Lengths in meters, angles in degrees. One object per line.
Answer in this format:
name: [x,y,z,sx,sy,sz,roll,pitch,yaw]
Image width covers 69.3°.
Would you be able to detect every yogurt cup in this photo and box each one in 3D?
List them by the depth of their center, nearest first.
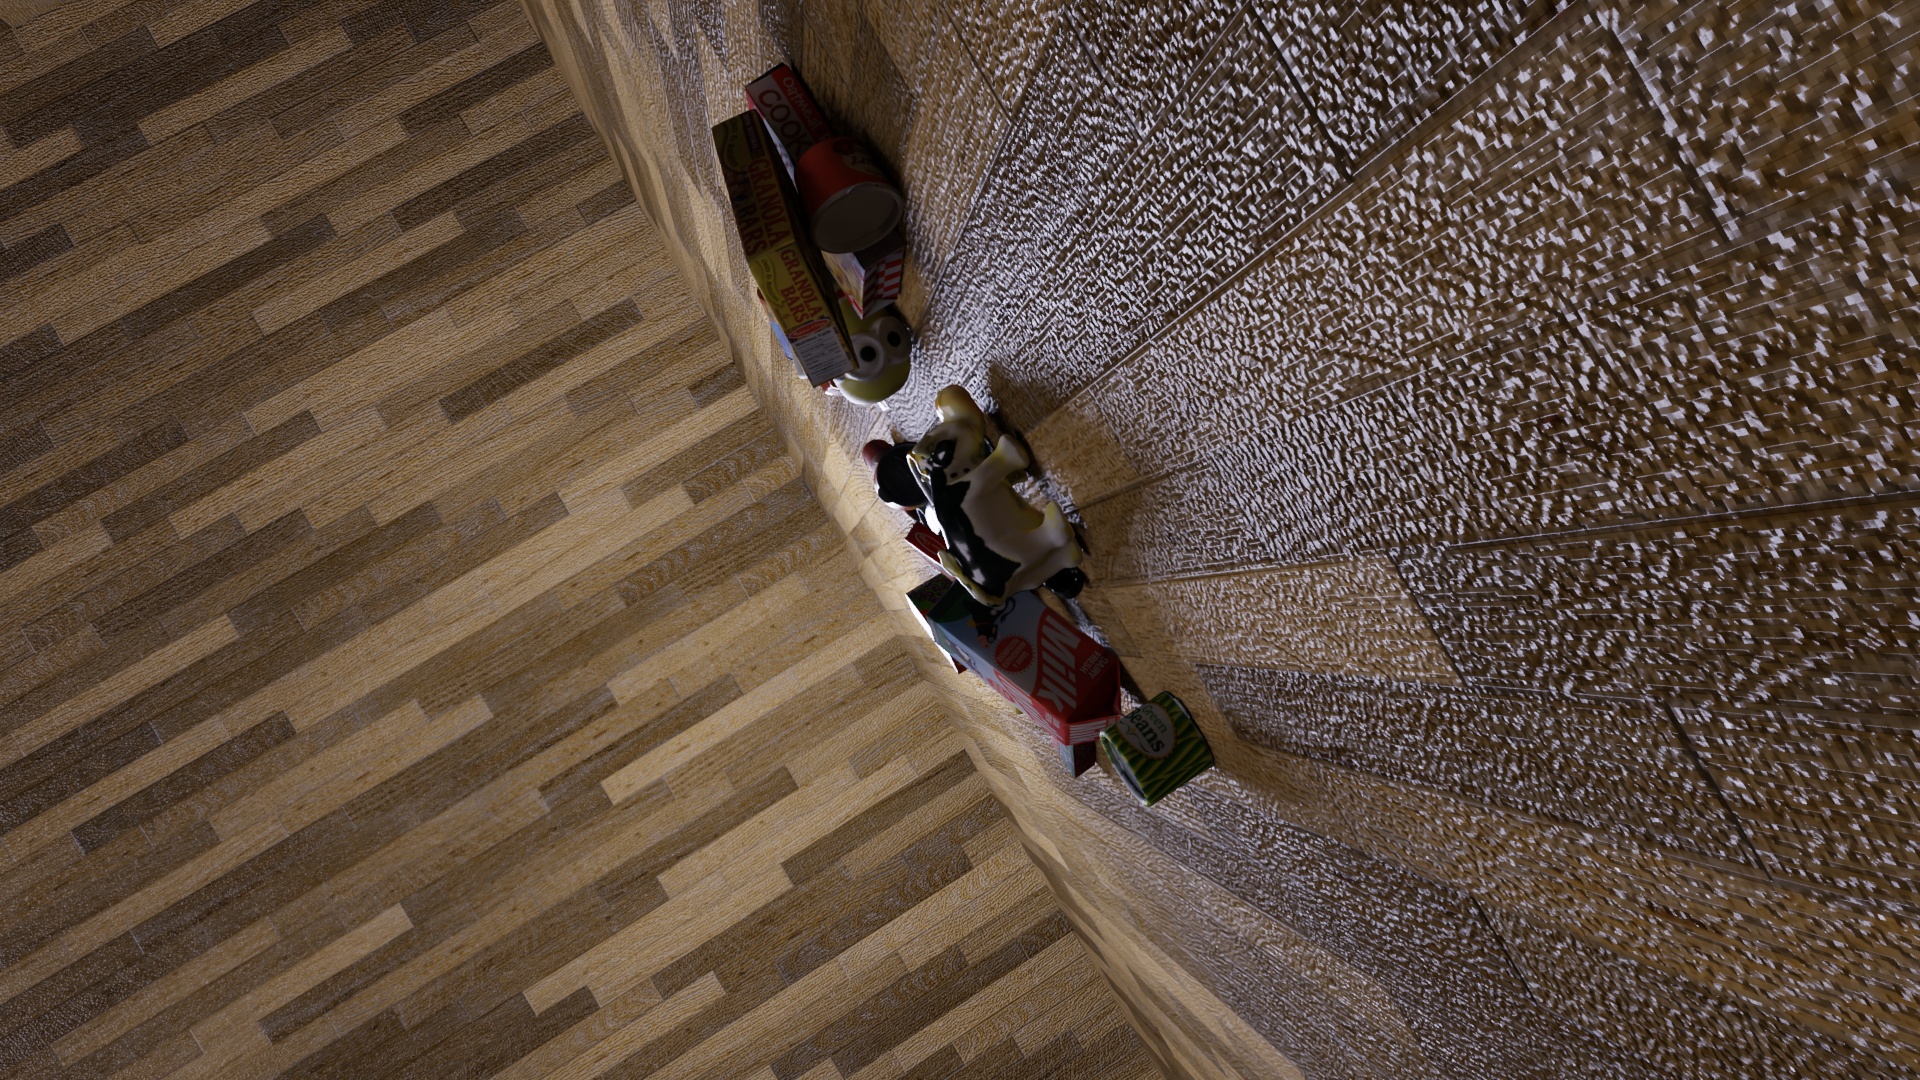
yogurt cup: [-0.080,-0.238,0.952,0.072,0.072,0.054,80,166,-68]

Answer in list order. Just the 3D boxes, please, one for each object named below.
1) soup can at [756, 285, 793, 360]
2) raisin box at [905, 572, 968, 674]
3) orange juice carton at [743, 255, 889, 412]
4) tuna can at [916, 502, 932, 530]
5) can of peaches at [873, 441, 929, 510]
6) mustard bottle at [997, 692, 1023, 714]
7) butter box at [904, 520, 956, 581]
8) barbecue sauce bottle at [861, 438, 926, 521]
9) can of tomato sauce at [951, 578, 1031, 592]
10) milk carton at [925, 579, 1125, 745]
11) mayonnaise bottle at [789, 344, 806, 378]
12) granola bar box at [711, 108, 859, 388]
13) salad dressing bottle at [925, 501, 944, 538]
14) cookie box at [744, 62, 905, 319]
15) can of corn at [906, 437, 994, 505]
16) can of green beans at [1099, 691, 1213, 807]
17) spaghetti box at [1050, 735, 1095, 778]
soup can: [-0.173,-0.243,1.474,0.071,0.071,0.083,50,167,46]
raisin box: [0.004,0.081,1.518,0.124,0.086,0.040,48,165,52]
orange juice carton: [-0.118,-0.202,1.276,0.192,0.073,0.072,60,171,-7]
tuna can: [-0.017,-0.016,1.476,0.071,0.033,0.071,57,172,14]
can of peaches: [-0.056,-0.063,1.409,0.071,0.071,0.058,59,173,-1]
mustard bottle: [0.064,0.146,1.520,0.065,0.049,0.159,54,170,16]
butter box: [-0.017,0.015,1.344,0.053,0.024,0.103,35,175,17]
barbecue sauce bottle: [-0.072,-0.075,1.559,0.064,0.044,0.149,63,172,-30]
can of tomato sauce: [0.040,0.064,1.312,0.083,0.071,0.071,62,171,-17]
milk carton: [0.068,0.104,1.163,0.191,0.073,0.072,37,165,17]
mayonnaise bottle: [-0.148,-0.233,1.337,0.064,0.041,0.148,-5,101,48]
granola bar box: [-0.124,-0.208,0.981,0.123,0.039,0.166,65,-176,-50]
salad dressing bottle: [0.005,-0.016,1.305,0.064,0.044,0.147,54,173,-11]
cookie box: [-0.104,-0.267,1.074,0.167,0.040,0.122,57,172,5]
can of corn: [-0.003,-0.059,1.148,0.071,0.058,0.071,57,172,13]
can of green beans: [0.144,0.155,1.029,0.071,0.058,0.071,57,171,14]
spaghetti box: [0.114,0.189,1.442,0.050,0.029,0.249,55,171,24]
